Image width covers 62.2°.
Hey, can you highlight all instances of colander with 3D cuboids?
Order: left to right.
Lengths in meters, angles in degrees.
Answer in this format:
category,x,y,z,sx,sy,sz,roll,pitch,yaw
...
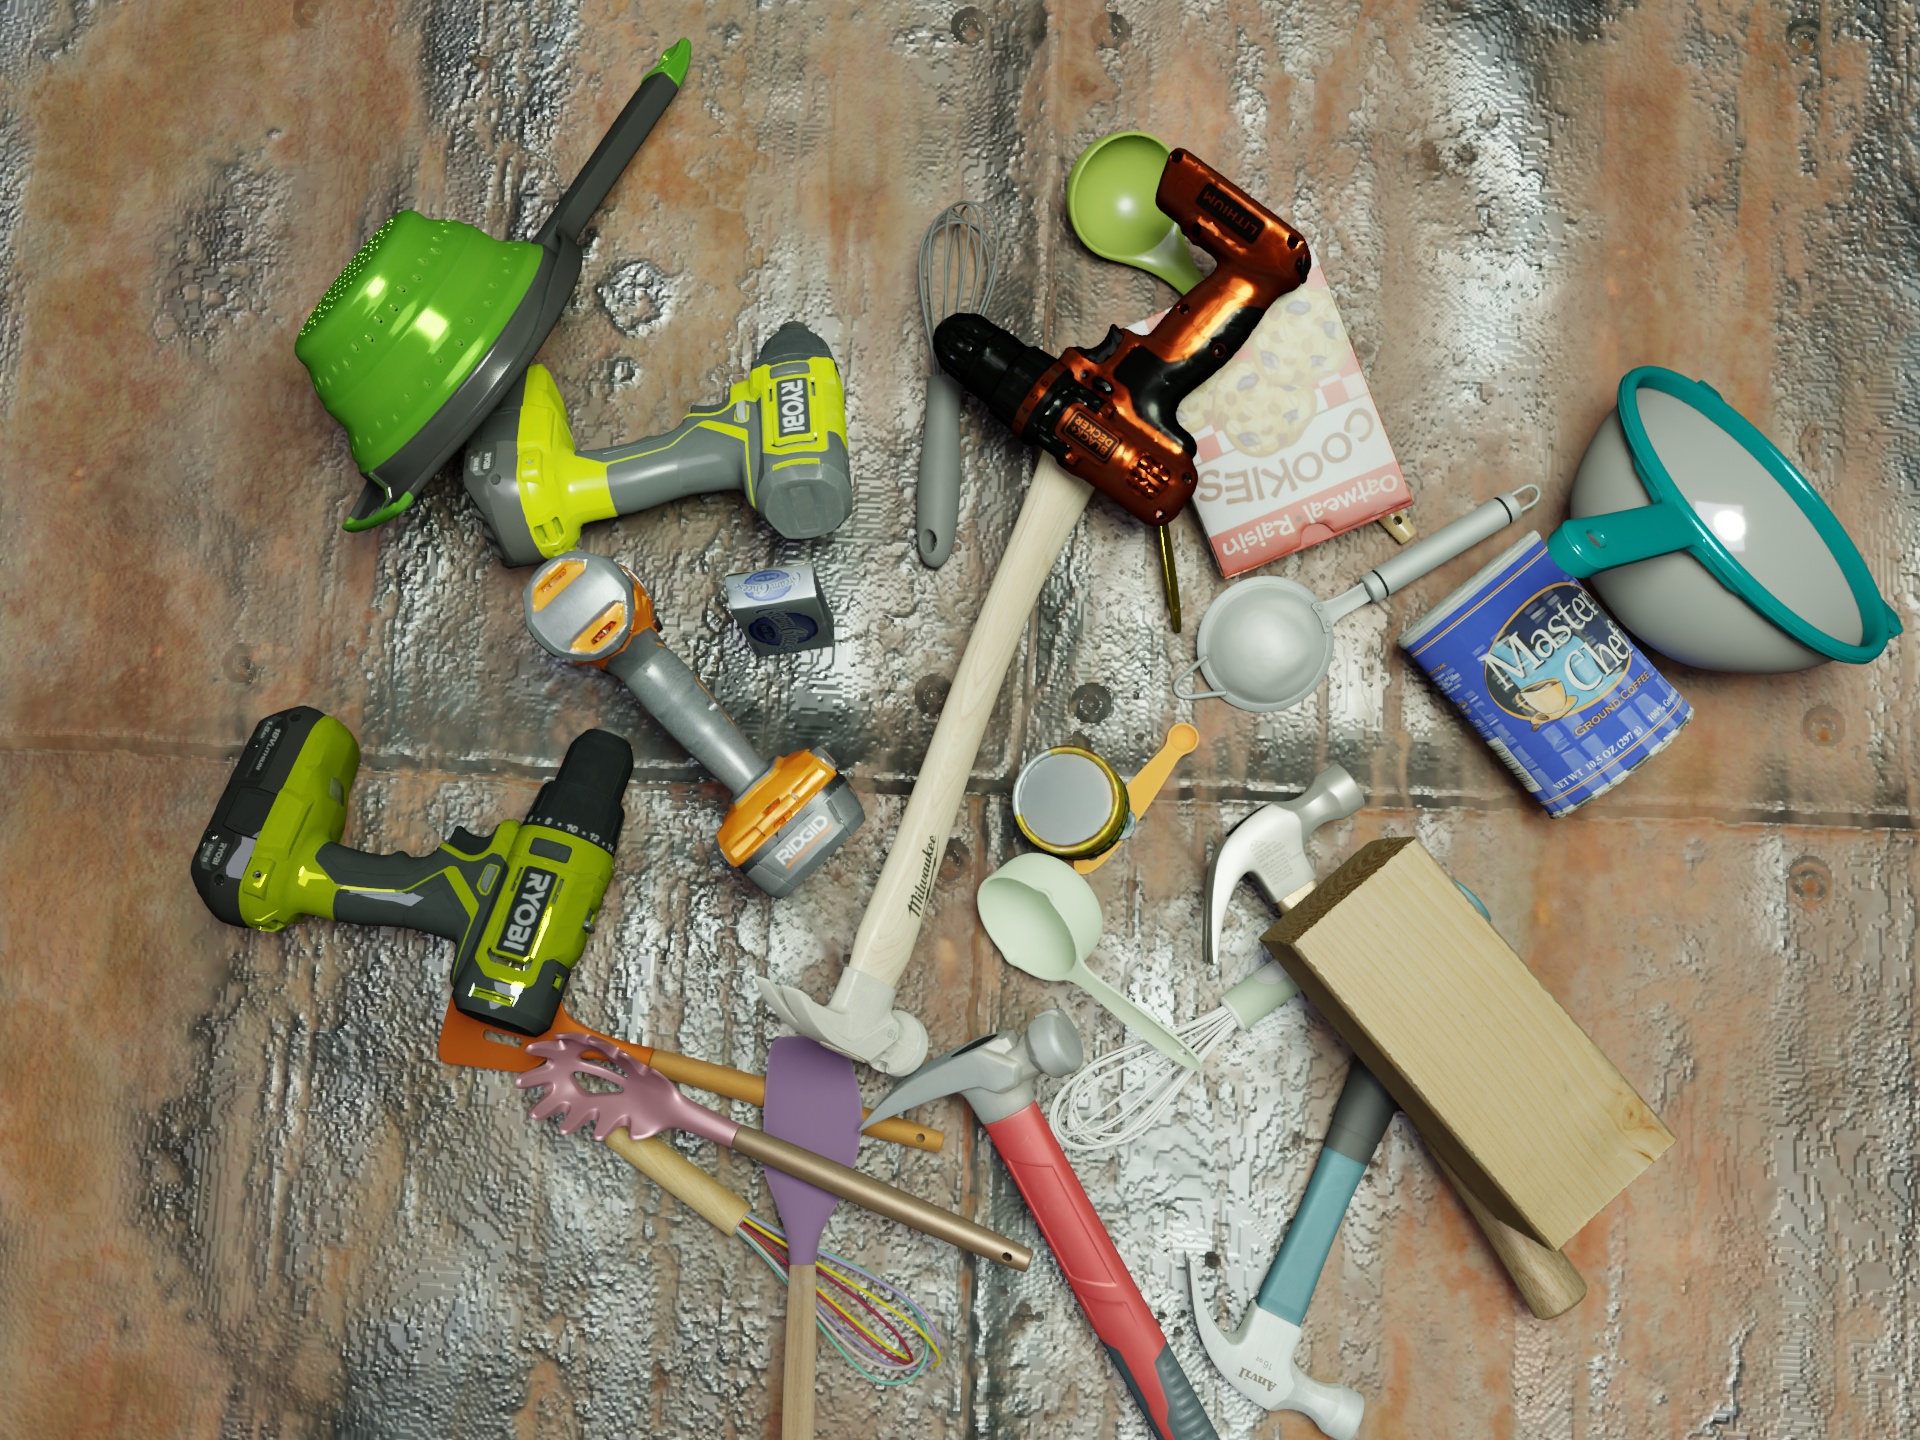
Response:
category,x,y,z,sx,sy,sz,roll,pitch,yaw
colander,-0.291,-0.301,0.975,0.094,0.204,0.397,39,66,-30

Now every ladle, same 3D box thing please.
category,x,y,z,sx,sy,sz,roll,pitch,yaw
ladle,0.182,-0.238,1.005,0.078,0.062,0.320,-39,86,4

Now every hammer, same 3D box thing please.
category,x,y,z,sx,sy,sz,roll,pitch,yaw
hammer,-0.001,-0.003,0.937,0.038,0.146,0.411,11,71,31
hammer,0.087,0.364,0.926,0.143,0.038,0.386,-28,90,21
hammer,0.238,0.249,0.954,0.128,0.033,0.331,25,85,4
hammer,0.255,0.197,0.926,0.130,0.031,0.331,-32,85,-4

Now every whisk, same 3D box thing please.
category,x,y,z,sx,sy,sz,roll,pitch,yaw
whisk,-0.116,0.318,0.961,0.245,0.047,0.051,32,78,10
whisk,-0.007,-0.216,1.017,0.055,0.055,0.239,4,88,3
whisk,0.158,0.181,0.961,0.246,0.058,0.059,-34,119,-6

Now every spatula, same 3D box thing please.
category,x,y,z,sx,sy,sz,roll,pitch,yaw
spatula,-0.166,0.215,0.984,0.322,0.041,0.081,16,83,0
spatula,-0.090,0.342,0.919,0.060,0.018,0.316,0,71,1

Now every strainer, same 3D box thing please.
category,x,y,z,sx,sy,sz,roll,pitch,yaw
strainer,0.249,-0.080,0.985,0.258,0.050,0.087,-31,102,-2
strainer,0.386,-0.088,0.889,0.340,0.095,0.211,-13,66,-44

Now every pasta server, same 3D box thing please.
category,x,y,z,sx,sy,sz,roll,pitch,yaw
pasta server,-0.108,0.255,0.923,0.316,0.040,0.060,20,98,9

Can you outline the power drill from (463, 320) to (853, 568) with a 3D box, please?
category,x,y,z,sx,sy,sz,roll,pitch,yaw
power drill,-0.182,-0.176,0.987,0.223,0.080,0.171,-8,50,1

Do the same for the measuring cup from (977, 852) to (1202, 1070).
category,x,y,z,sx,sy,sz,roll,pitch,yaw
measuring cup,0.085,0.143,0.947,0.168,0.083,0.038,39,52,15

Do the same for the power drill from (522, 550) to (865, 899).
category,x,y,z,sx,sy,sz,roll,pitch,yaw
power drill,-0.160,-0.005,0.954,0.084,0.164,0.226,-43,96,-3

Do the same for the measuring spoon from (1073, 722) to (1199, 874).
category,x,y,z,sx,sy,sz,roll,pitch,yaw
measuring spoon,0.110,0.050,0.997,0.021,0.011,0.117,38,90,14

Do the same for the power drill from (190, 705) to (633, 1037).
category,x,y,z,sx,sy,sz,roll,pitch,yaw
power drill,-0.324,0.072,0.974,0.228,0.080,0.191,15,69,3

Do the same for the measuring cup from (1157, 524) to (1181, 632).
category,x,y,z,sx,sy,sz,roll,pitch,yaw
measuring cup,0.114,-0.130,1.003,0.029,0.062,0.156,-9,95,22
